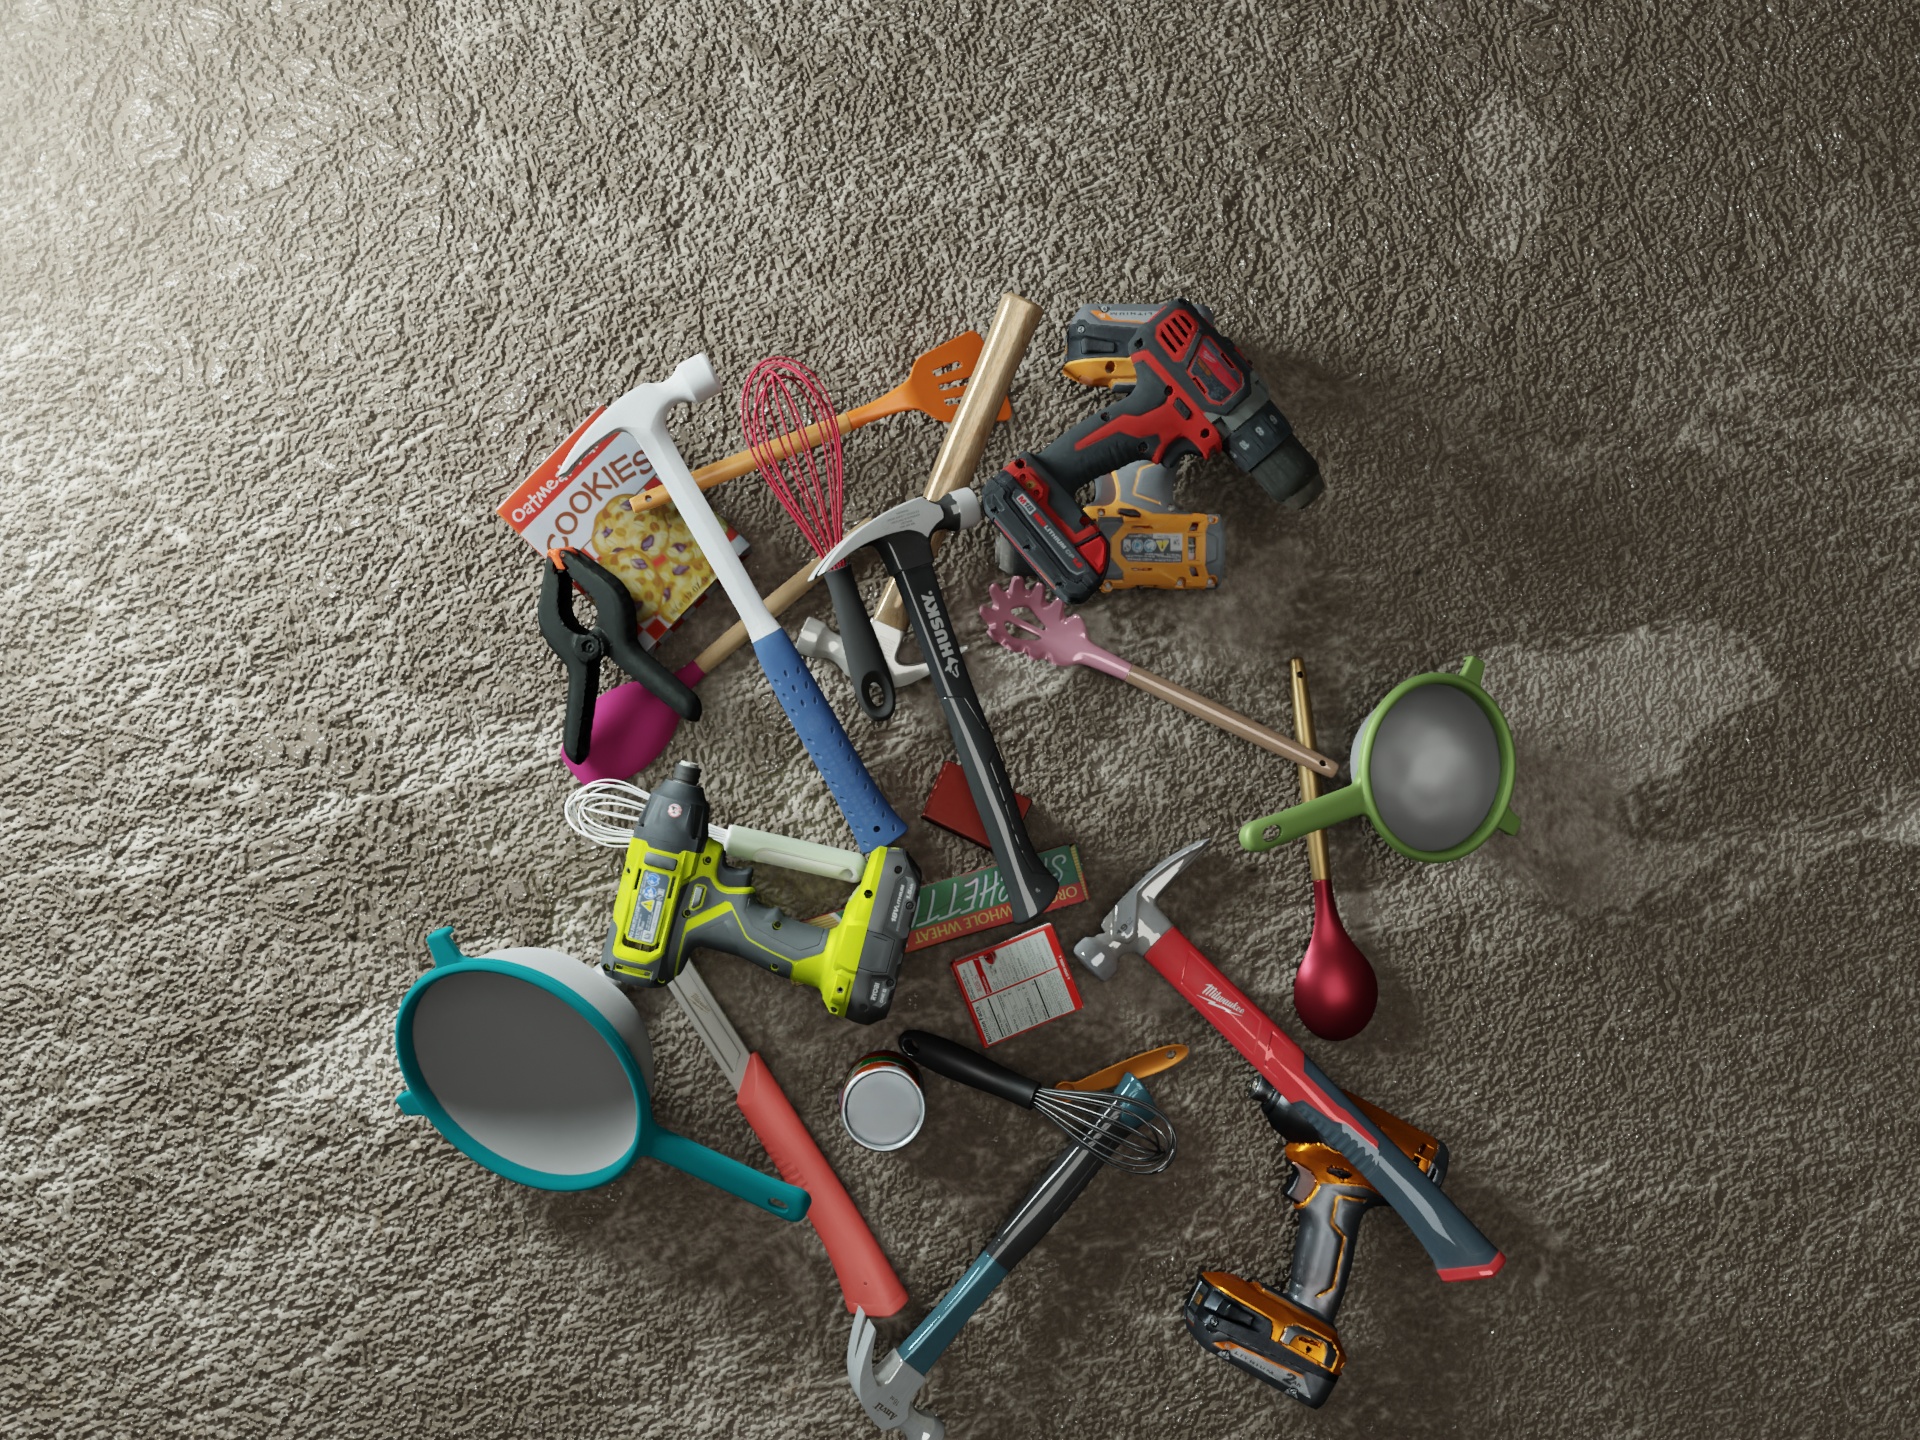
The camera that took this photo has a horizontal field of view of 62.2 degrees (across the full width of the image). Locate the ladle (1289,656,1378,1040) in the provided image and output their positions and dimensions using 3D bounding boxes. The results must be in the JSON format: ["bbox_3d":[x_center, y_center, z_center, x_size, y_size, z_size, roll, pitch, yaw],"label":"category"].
[{"bbox_3d":[0.293,0.104,1.299,0.069,0.031,0.315,-6,85,-2],"label":"ladle"}]

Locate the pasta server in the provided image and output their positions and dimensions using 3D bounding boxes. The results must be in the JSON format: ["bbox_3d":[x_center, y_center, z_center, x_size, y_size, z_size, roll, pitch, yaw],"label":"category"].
[{"bbox_3d":[0.161,-0.028,1.287,0.316,0.040,0.060,26,83,3],"label":"pasta server"}]

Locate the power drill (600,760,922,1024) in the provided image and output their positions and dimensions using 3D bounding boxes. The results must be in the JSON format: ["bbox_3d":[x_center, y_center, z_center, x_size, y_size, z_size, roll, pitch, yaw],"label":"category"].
[{"bbox_3d":[-0.148,0.135,1.219,0.223,0.080,0.171,14,89,-2],"label":"power drill"}]

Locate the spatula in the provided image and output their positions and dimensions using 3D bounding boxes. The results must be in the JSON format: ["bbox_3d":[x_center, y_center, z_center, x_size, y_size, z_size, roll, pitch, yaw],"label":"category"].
[{"bbox_3d":[-0.113,-0.230,1.285,0.322,0.041,0.081,-23,89,-8],"label":"spatula"}]

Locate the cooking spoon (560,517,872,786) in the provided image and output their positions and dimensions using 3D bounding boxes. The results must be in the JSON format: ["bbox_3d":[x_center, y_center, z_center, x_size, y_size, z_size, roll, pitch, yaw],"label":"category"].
[{"bbox_3d":[-0.193,-0.060,1.295,0.319,0.017,0.069,-40,90,-3],"label":"cooking spoon"}]

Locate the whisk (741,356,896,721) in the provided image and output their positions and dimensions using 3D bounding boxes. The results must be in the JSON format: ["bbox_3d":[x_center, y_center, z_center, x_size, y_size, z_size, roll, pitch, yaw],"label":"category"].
[{"bbox_3d":[-0.103,-0.137,1.240,0.073,0.073,0.295,-18,103,-3],"label":"whisk"}]

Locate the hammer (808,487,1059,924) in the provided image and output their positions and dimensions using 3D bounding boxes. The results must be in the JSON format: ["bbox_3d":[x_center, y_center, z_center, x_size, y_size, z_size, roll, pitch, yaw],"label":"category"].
[{"bbox_3d":[-0.002,-0.004,1.221,0.146,0.035,0.335,-21,92,-26],"label":"hammer"}]

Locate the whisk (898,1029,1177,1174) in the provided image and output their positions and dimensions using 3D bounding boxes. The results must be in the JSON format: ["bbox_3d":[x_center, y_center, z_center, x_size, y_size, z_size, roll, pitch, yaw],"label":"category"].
[{"bbox_3d":[0.057,0.290,1.239,0.239,0.055,0.055,19,86,20],"label":"whisk"}]

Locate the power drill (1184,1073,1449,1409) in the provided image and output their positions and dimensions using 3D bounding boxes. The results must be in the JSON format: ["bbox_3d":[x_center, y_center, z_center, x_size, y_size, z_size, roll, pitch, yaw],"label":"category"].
[{"bbox_3d":[0.264,0.398,1.253,0.164,0.084,0.226,29,82,1],"label":"power drill"}]

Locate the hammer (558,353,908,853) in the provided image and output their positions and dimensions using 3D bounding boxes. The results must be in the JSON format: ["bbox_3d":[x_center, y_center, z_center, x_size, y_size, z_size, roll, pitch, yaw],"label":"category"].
[{"bbox_3d":[-0.163,-0.074,1.251,0.144,0.035,0.405,-30,99,-3],"label":"hammer"}]

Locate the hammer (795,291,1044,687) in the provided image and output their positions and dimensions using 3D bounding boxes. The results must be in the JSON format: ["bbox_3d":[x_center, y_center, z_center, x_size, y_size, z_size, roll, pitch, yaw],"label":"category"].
[{"bbox_3d":[-0.011,-0.181,1.276,0.130,0.031,0.331,23,97,-3],"label":"hammer"}]

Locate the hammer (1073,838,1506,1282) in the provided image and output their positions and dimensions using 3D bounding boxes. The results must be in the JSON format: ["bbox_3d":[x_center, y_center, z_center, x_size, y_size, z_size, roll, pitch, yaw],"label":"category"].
[{"bbox_3d":[0.271,0.266,1.227,0.143,0.038,0.386,-44,72,-6],"label":"hammer"}]

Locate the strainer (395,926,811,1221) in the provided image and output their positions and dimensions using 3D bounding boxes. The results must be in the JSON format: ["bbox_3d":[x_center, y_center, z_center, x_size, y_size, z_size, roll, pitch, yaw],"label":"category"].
[{"bbox_3d":[-0.257,0.275,1.211,0.340,0.095,0.211,24,121,5],"label":"strainer"}]

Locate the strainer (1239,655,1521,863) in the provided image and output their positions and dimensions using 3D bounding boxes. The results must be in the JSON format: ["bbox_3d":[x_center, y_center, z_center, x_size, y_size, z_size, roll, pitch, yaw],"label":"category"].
[{"bbox_3d":[0.319,0.053,1.262,0.256,0.069,0.151,-18,98,-19],"label":"strainer"}]

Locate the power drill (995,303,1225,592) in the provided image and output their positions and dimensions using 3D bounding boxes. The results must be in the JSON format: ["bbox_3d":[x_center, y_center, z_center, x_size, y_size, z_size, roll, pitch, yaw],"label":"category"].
[{"bbox_3d":[0.121,-0.217,1.290,0.185,0.084,0.226,0,91,0],"label":"power drill"}]

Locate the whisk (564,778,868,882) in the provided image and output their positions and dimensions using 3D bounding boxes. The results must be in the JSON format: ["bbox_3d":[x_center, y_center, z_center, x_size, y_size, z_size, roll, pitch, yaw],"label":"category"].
[{"bbox_3d":[-0.194,0.094,1.272,0.246,0.057,0.059,13,43,-5],"label":"whisk"}]

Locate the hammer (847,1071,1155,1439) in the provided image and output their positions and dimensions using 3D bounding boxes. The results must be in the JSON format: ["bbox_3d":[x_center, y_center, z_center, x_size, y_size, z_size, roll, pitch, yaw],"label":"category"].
[{"bbox_3d":[0.039,0.415,1.250,0.331,0.033,0.128,-48,117,-9],"label":"hammer"}]

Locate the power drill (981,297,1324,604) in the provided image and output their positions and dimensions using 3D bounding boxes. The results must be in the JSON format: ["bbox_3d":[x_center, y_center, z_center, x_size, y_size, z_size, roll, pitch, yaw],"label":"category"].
[{"bbox_3d":[0.148,-0.185,1.218,0.226,0.080,0.188,-42,92,1],"label":"power drill"}]

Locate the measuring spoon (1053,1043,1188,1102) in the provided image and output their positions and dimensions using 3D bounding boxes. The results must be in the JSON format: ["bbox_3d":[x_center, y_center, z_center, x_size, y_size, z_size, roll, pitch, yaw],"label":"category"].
[{"bbox_3d":[0.129,0.284,1.289,0.117,0.011,0.021,-18,110,-6],"label":"measuring spoon"}]

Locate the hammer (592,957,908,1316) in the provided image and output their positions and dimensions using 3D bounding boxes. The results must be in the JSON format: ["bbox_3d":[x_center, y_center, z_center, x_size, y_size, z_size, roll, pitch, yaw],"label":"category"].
[{"bbox_3d":[-0.142,0.309,1.264,0.149,0.036,0.359,-33,87,-4],"label":"hammer"}]
